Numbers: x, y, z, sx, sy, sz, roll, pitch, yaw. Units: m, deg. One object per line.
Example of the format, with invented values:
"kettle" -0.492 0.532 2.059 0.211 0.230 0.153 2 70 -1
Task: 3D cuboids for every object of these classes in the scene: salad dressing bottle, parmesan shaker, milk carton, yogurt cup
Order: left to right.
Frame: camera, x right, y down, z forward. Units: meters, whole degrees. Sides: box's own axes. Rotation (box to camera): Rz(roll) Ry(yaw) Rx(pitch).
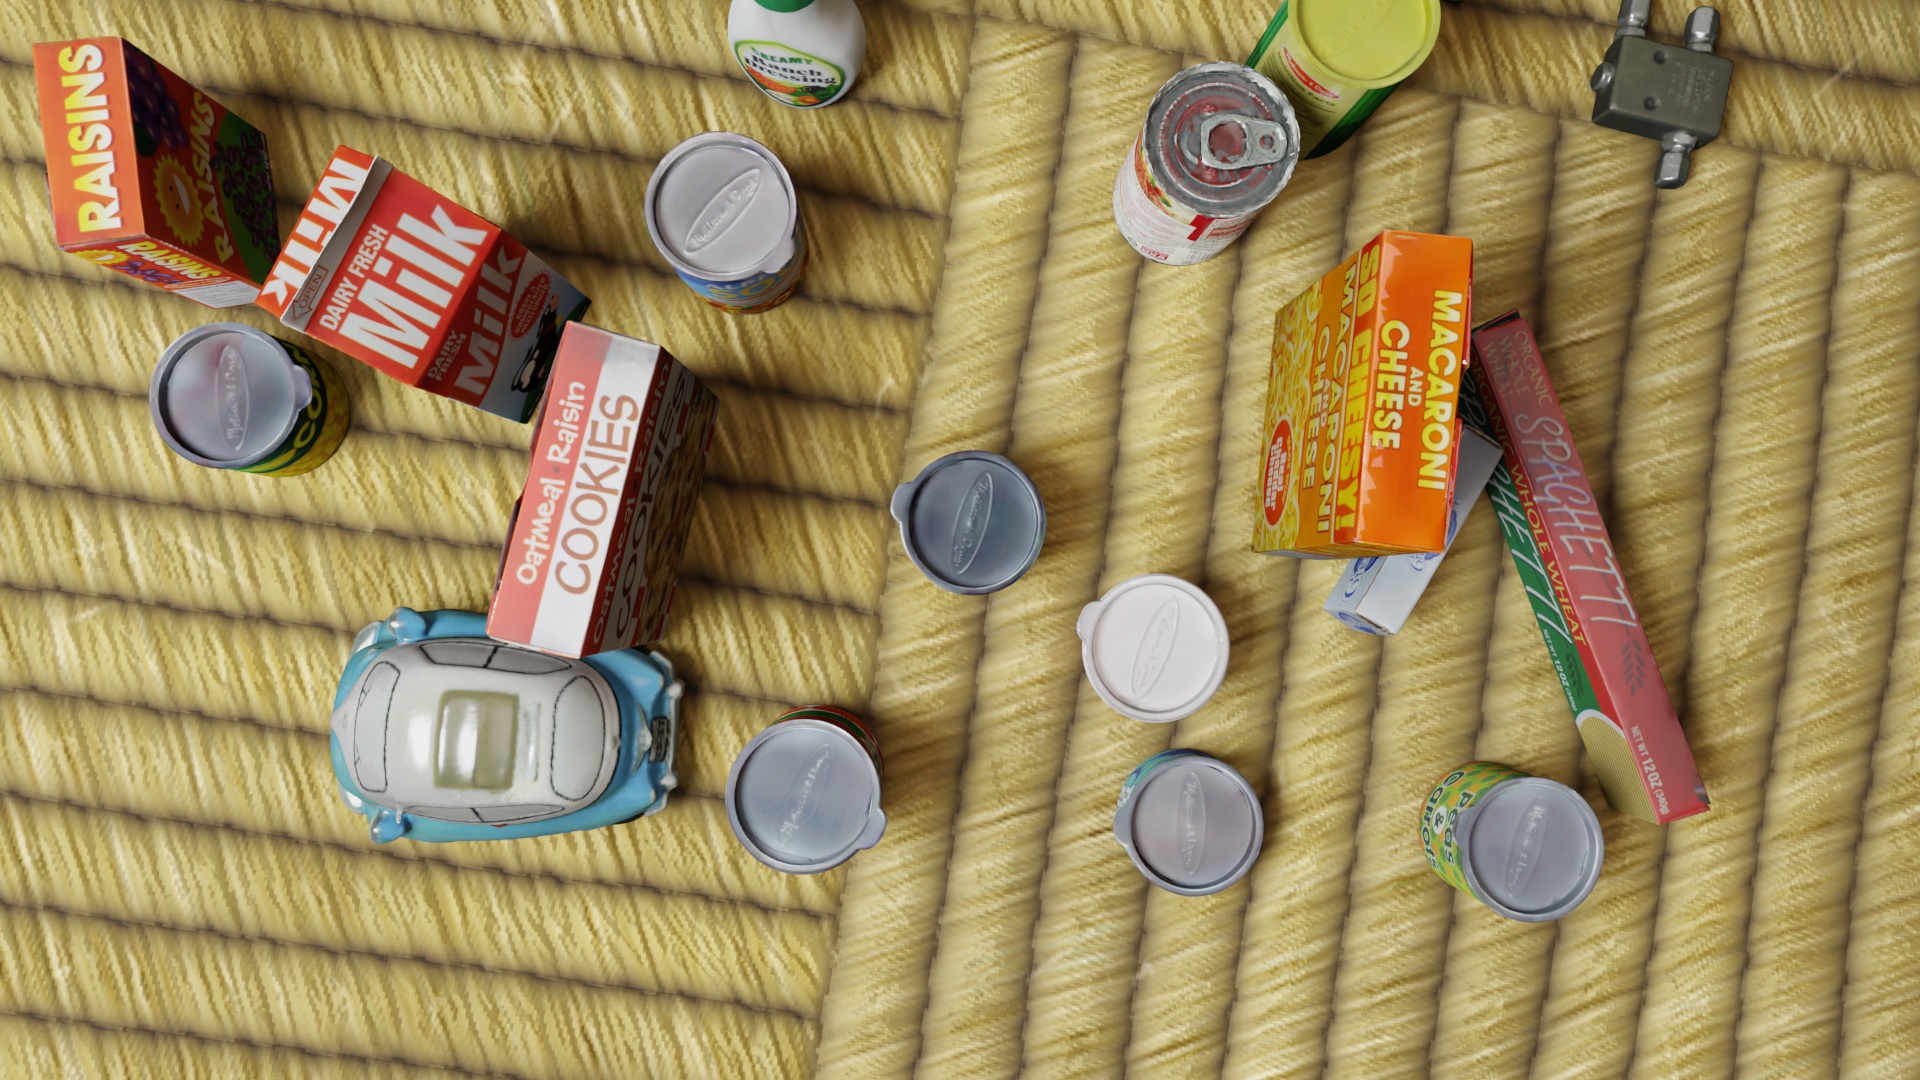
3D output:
"milk carton" -0.225 -0.104 0.585 0.073 0.190 0.072 28 88 -1
"salad dressing bottle" -0.075 -0.237 0.617 0.064 0.147 0.044 14 88 -1
"yogurt cup" 0.089 0.050 0.658 0.072 0.054 0.072 0 88 -2
"parmesan shaker" 0.170 -0.227 0.647 0.071 0.103 0.071 0 88 -2

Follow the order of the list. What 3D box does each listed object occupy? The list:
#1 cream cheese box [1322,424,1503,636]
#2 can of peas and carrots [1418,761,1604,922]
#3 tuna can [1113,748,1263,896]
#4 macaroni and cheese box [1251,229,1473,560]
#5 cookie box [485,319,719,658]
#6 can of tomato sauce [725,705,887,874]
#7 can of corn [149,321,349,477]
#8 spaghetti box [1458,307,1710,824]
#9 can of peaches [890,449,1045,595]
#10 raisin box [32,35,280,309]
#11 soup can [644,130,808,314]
"cream cheese box" 0.215 -0.004 0.665 0.024 0.053 0.104 31 87 -1
"can of peas and carrots" 0.256 0.140 0.658 0.071 0.058 0.071 0 88 -2
"tuna can" 0.106 0.134 0.666 0.071 0.033 0.071 0 88 -2
"macaroni and cheese box" 0.171 -0.055 0.609 0.040 0.166 0.123 6 88 -2
"cookie box" -0.147 -0.017 0.595 0.040 0.167 0.123 13 88 -1
"can of tomato sauce" -0.067 0.111 0.635 0.071 0.083 0.071 0 88 -2
"can of corn" -0.325 -0.064 0.646 0.071 0.058 0.071 0 88 -2
"spaghetti box" 0.292 0.012 0.668 0.029 0.050 0.250 -20 89 -2
"can of peaches" 0.002 -0.008 0.655 0.071 0.058 0.071 0 88 -2
"raisin box" -0.351 -0.158 0.616 0.040 0.123 0.086 -8 88 -2
"soup can" -0.104 -0.142 0.644 0.071 0.084 0.071 0 88 -2
